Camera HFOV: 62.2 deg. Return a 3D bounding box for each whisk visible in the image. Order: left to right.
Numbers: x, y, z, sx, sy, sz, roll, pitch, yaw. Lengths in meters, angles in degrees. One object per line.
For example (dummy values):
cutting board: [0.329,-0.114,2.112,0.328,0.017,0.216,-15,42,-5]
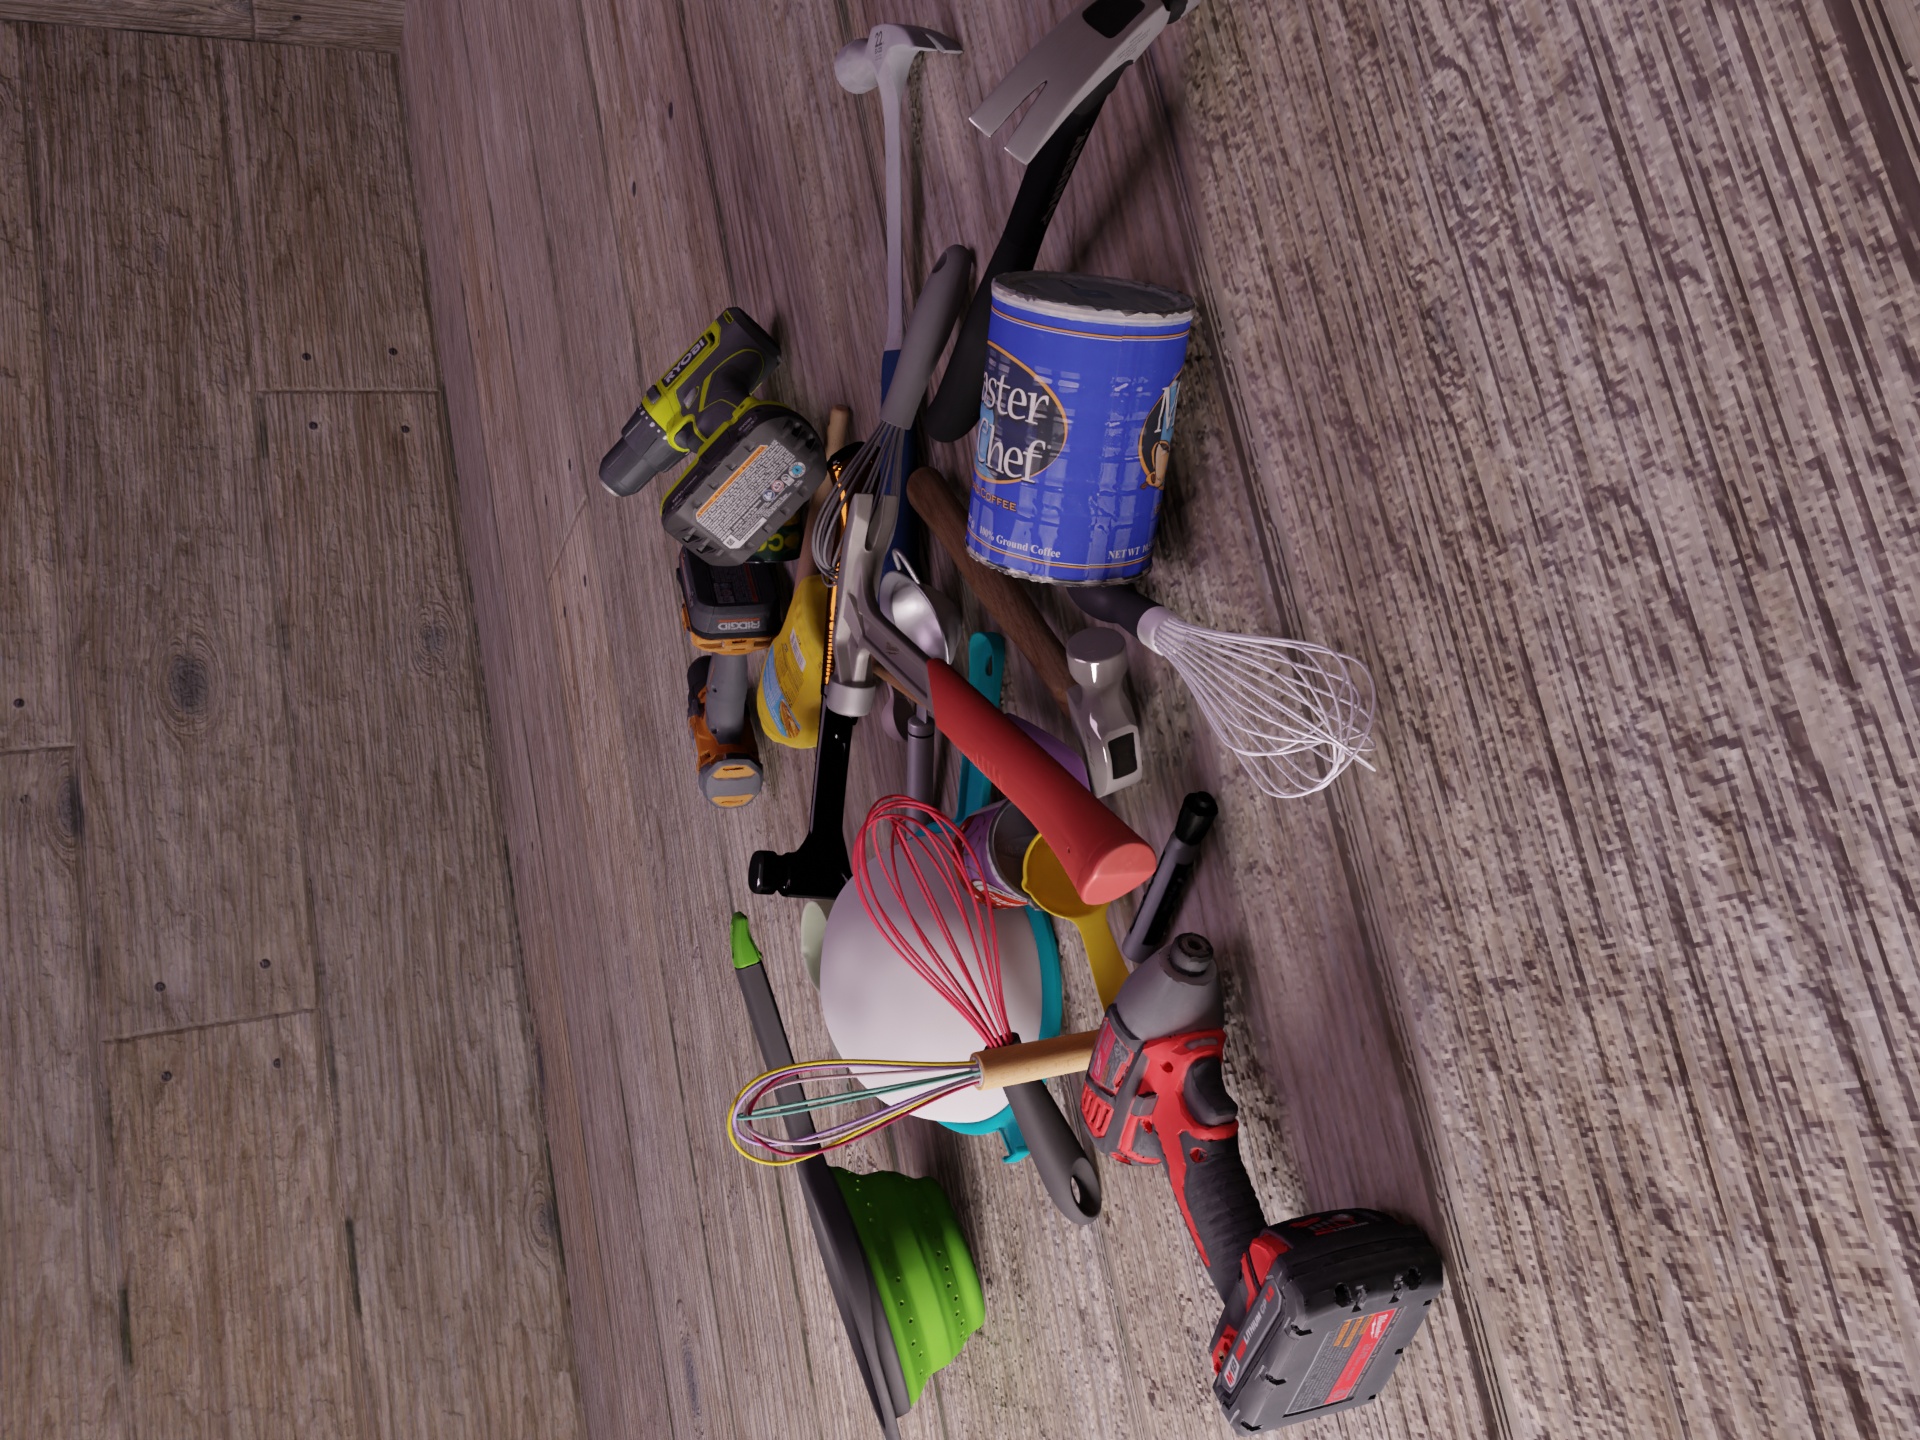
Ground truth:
whisk: [-0.043,-0.197,1.047,0.055,0.055,0.239,43,115,54]
whisk: [-0.011,0.201,0.877,0.051,0.245,0.047,131,129,-58]
whisk: [0.015,0.176,0.948,0.295,0.073,0.073,64,157,-11]
whisk: [0.115,-0.034,0.790,0.285,0.070,0.070,-136,46,-61]

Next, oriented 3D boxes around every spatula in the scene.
spatula: [-0.002,-0.003,0.986,0.316,0.018,0.059,33,141,57]

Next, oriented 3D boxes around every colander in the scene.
colander: [-0.067,0.315,1.133,0.204,0.094,0.397,169,84,-77]

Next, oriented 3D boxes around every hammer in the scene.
hammer: [-0.079,-0.036,1.175,0.034,0.127,0.337,-176,91,-66]
hammer: [-0.043,-0.266,1.095,0.144,0.035,0.405,-159,67,-63]
hammer: [0.006,-0.010,0.910,0.359,0.036,0.149,43,129,54]
hammer: [0.030,-0.068,0.957,0.332,0.031,0.129,-121,15,-52]
hammer: [0.028,-0.256,0.876,0.035,0.146,0.334,40,152,5]

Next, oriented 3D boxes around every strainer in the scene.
strainer: [-0.027,0.110,1.040,0.211,0.095,0.340,19,107,52]
strainer: [-0.026,-0.004,1.111,0.087,0.050,0.258,37,134,47]

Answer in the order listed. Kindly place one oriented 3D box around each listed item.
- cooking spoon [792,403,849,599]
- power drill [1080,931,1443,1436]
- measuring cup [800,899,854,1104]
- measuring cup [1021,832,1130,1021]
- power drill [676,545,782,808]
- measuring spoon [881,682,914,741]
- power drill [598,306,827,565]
cooking spoon: [-0.128,-0.120,1.323,0.069,0.017,0.318,-96,17,-51]
power drill: [0.133,0.216,0.782,0.220,0.078,0.143,-121,36,-47]
measuring cup: [-0.092,0.227,1.301,0.083,0.038,0.168,-32,68,62]
measuring cup: [0.080,0.132,0.916,0.029,0.062,0.156,130,120,-85]
power drill: [-0.219,-0.059,1.465,0.186,0.084,0.226,-112,24,-48]
measuring spoon: [-0.060,-0.043,1.156,0.018,0.034,0.124,-15,92,24]
power drill: [-0.209,-0.223,1.301,0.190,0.080,0.229,-44,39,9]
